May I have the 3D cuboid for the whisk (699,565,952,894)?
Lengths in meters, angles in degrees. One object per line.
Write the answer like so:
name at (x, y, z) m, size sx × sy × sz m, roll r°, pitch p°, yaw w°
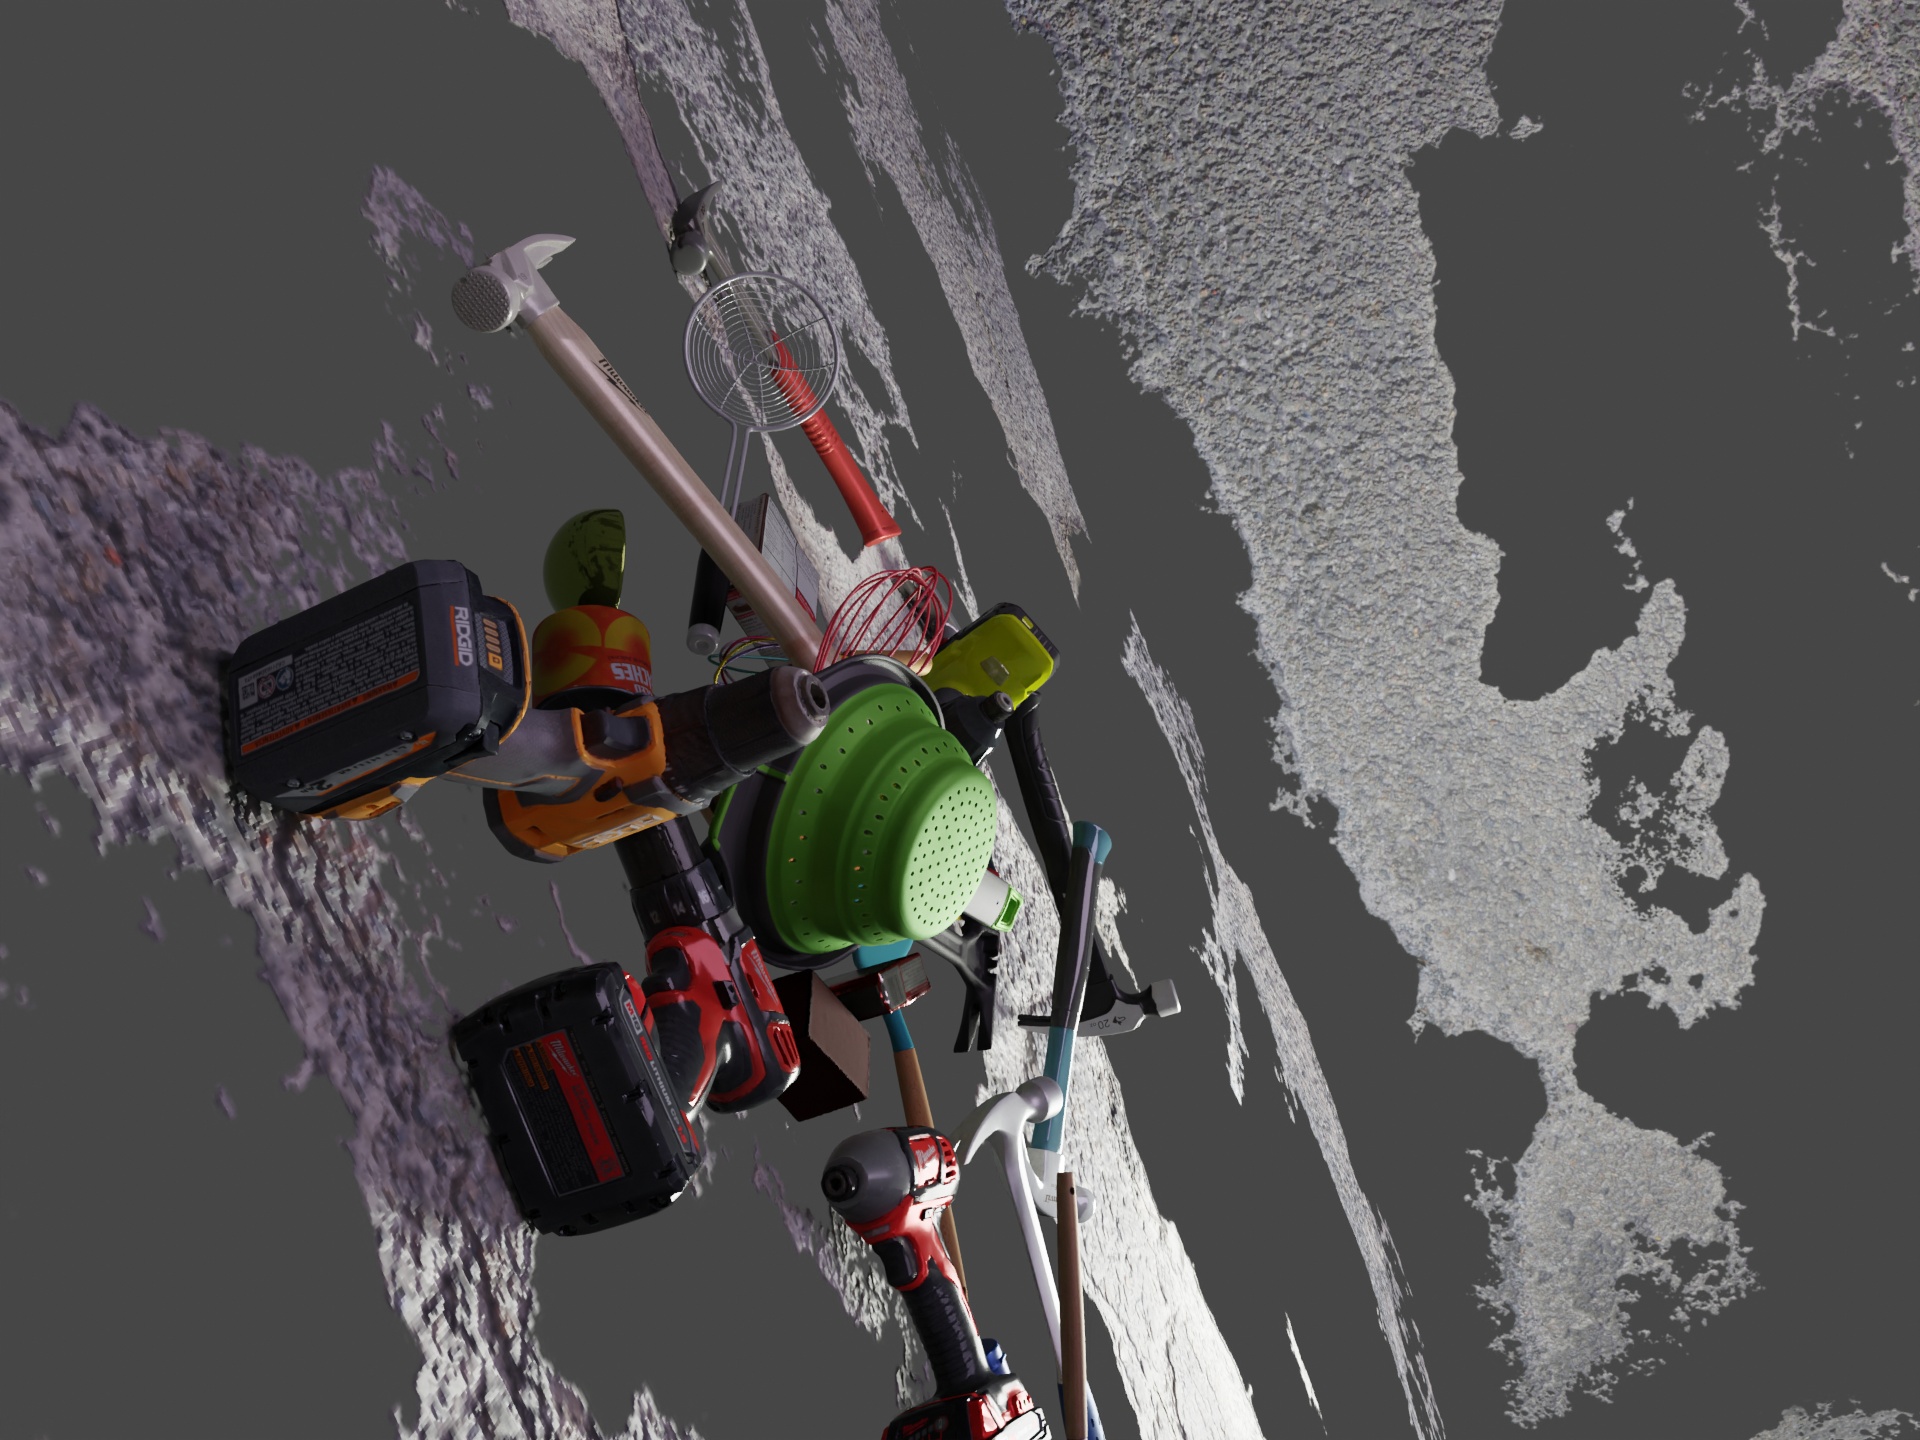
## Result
whisk at (-0.092, 0.006, 1.013) m, size 0.296 × 0.073 × 0.073 m, roll -56°, pitch 132°, yaw -29°

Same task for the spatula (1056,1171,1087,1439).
spatula at (0.081, 0.490, 1.146) m, size 0.059 × 0.018 × 0.316 m, roll 12°, pitch 69°, yaw -38°

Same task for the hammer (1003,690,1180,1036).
hammer at (0.084, 0.127, 1.438) m, size 0.035 × 0.146 × 0.335 m, roll -70°, pitch 144°, yaw -83°

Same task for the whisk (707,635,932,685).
whisk at (-0.100, -0.039, 1.185) m, size 0.245 × 0.051 × 0.047 m, roll -4°, pitch 99°, yaw -56°

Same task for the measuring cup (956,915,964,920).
measuring cup at (-0.001, 0.155, 1.399) m, size 0.156 × 0.029 × 0.062 m, roll 33°, pitch 40°, yaw -68°

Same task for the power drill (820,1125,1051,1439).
power drill at (-0.026, 0.362, 0.986) m, size 0.143 × 0.078 × 0.220 m, roll 30°, pitch 40°, yaw -66°

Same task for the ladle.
ladle at (-0.165, 0.012, 0.989) m, size 0.319 × 0.062 × 0.078 m, roll 64°, pitch -8°, yaw -30°

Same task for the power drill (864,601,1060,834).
power drill at (-0.002, -0.004, 1.262) m, size 0.080 × 0.171 × 0.223 m, roll 48°, pitch 29°, yaw -9°

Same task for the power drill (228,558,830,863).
power drill at (-0.182, 0.001, 0.721) m, size 0.226 × 0.185 × 0.084 m, roll 29°, pitch 45°, yaw -61°

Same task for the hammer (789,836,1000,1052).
hammer at (-0.057, 0.146, 1.187) m, size 0.336 × 0.034 × 0.127 m, roll 42°, pitch 45°, yaw -52°

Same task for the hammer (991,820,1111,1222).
hammer at (0.090, 0.249, 1.351) m, size 0.128 × 0.033 × 0.331 m, roll 30°, pitch 63°, yaw -46°

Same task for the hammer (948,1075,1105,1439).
hammer at (0.075, 0.482, 1.189) m, size 0.144 × 0.035 × 0.405 m, roll -7°, pitch 80°, yaw -54°

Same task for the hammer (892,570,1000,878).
hammer at (-0.008, 0.011, 1.469) m, size 0.143 × 0.038 × 0.387 m, roll 57°, pitch 15°, yaw -34°

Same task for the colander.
colander at (-0.010, 0.095, 1.041) m, size 0.396 × 0.094 × 0.204 m, roll 39°, pitch 72°, yaw -59°

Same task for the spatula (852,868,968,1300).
spatula at (-0.028, 0.258, 1.126) m, size 0.082 × 0.044 × 0.317 m, roll -4°, pitch 78°, yaw -49°

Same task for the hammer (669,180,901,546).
hammer at (-0.152, -0.309, 1.449) m, size 0.358 × 0.036 × 0.149 m, roll 58°, pitch 20°, yaw -33°

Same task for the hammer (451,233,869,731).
hammer at (-0.169, -0.140, 1.063) m, size 0.410 × 0.038 × 0.146 m, roll 53°, pitch 21°, yaw -19°

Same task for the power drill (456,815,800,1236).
power drill at (-0.162, 0.138, 0.813) m, size 0.227 × 0.080 × 0.188 m, roll -36°, pitch 105°, yaw -76°

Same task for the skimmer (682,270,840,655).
skimmer at (-0.162, -0.201, 1.188) m, size 0.127 × 0.090 × 0.364 m, roll 18°, pitch 44°, yaw -17°
